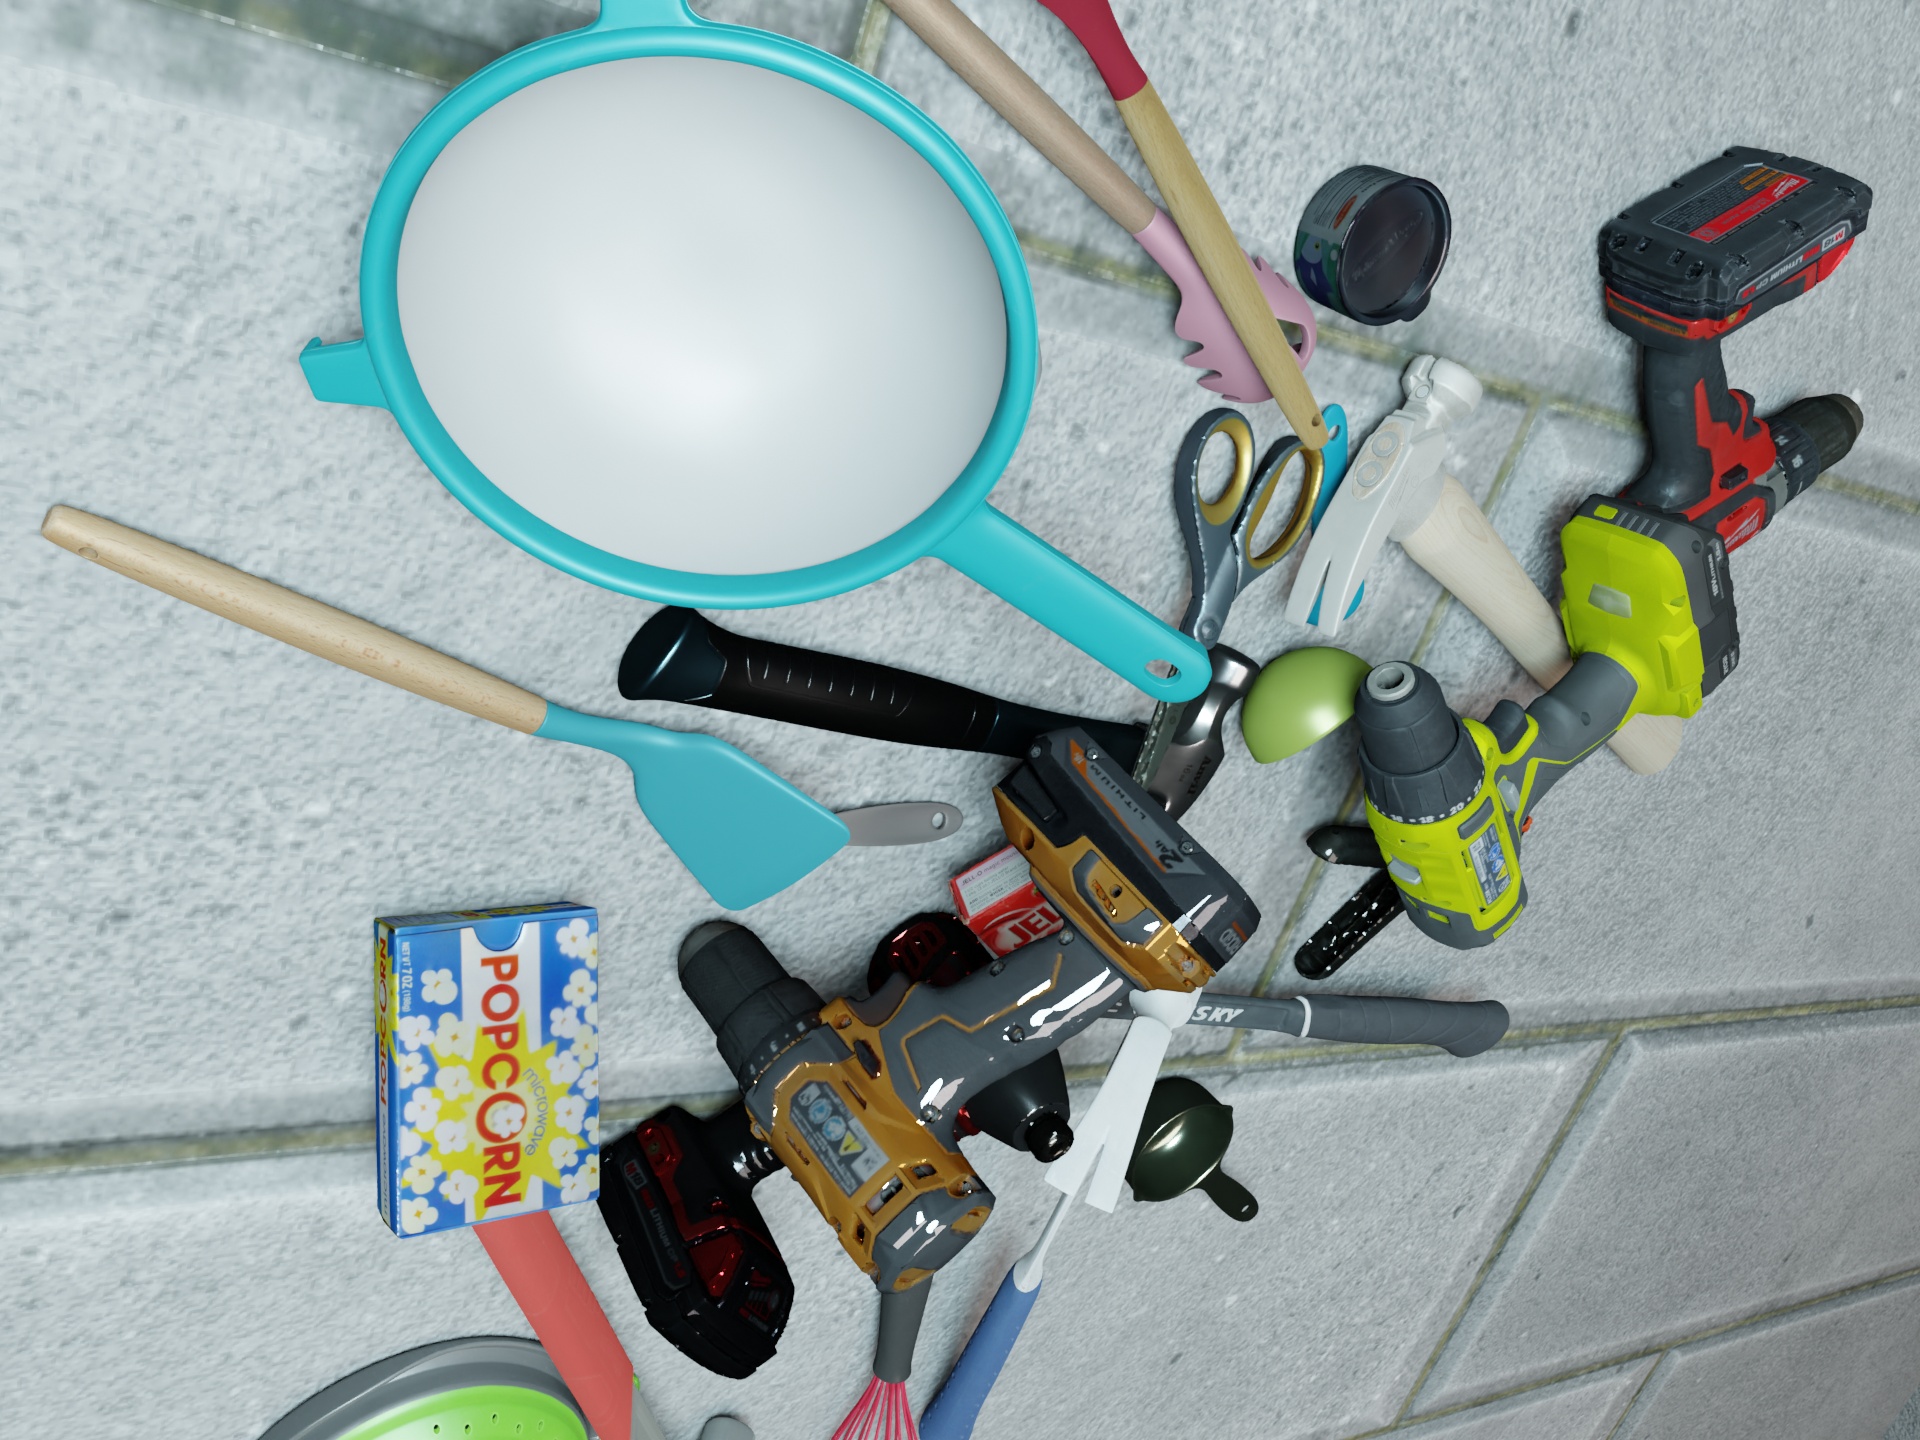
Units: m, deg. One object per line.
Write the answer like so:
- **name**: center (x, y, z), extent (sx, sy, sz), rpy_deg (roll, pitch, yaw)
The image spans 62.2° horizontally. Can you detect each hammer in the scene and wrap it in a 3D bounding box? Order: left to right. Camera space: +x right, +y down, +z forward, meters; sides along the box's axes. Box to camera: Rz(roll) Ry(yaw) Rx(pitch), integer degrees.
- **hammer**: center (-0.182, 0.325, 0.779), extent (0.037, 0.149, 0.358), rpy_deg (-5, 124, 16)
- **hammer**: center (-0.001, -0.002, 0.735), extent (0.330, 0.033, 0.128), rpy_deg (12, 110, -38)
- **hammer**: center (0.038, 0.307, 0.888), extent (0.144, 0.035, 0.405), rpy_deg (-54, 167, -50)
- **hammer**: center (0.191, 0.170, 0.944), extent (0.408, 0.036, 0.149), rpy_deg (10, 122, -35)
- **hammer**: center (0.324, -0.042, 0.910), extent (0.410, 0.038, 0.146), rpy_deg (30, 89, -44)

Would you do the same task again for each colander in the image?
- **colander**: center (-0.329, 0.415, 0.744), extent (0.397, 0.095, 0.204), rpy_deg (1, 117, -34)

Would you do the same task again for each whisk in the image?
- **whisk**: center (-0.044, 0.406, 0.957), extent (0.073, 0.073, 0.295), rpy_deg (-4, 114, -32)

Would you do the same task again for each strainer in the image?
- **strainer**: center (-0.034, -0.115, 0.563), extent (0.340, 0.095, 0.211), rpy_deg (31, 127, -30)

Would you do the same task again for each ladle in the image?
- **ladle**: center (0.076, -0.222, 0.616), extent (0.069, 0.031, 0.315), rpy_deg (-50, 126, -13)
- **ladle**: center (0.272, 0.013, 0.912), extent (0.320, 0.062, 0.078), rpy_deg (13, 146, -42)

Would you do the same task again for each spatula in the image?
- **spatula**: center (-0.183, -0.002, 0.606), extent (0.082, 0.044, 0.317), rpy_deg (-33, 138, 32)

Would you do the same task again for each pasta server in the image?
- **pasta server**: center (0.052, -0.219, 0.638), extent (0.316, 0.040, 0.060), rpy_deg (30, 100, -38)

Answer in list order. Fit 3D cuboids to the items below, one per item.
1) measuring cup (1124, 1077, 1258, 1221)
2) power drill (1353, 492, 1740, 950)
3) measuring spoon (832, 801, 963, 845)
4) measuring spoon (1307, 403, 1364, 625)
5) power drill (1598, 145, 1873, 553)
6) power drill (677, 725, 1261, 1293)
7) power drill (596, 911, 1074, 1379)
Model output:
- **measuring cup**: center (0.149, 0.280, 1.015), extent (0.083, 0.038, 0.167), rpy_deg (-44, 135, -2)
- **power drill**: center (0.298, -0.011, 0.828), extent (0.228, 0.080, 0.190), rpy_deg (-43, 131, -13)
- **measuring spoon**: center (-0.050, 0.049, 0.751), extent (0.124, 0.018, 0.034), rpy_deg (-1, 96, -40)
- **measuring spoon**: center (0.192, -0.100, 0.807), extent (0.042, 0.021, 0.128), rpy_deg (-24, 131, -19)
- **power drill**: center (0.431, -0.191, 0.873), extent (0.188, 0.080, 0.226), rpy_deg (-31, 134, -13)
- **power drill**: center (-0.006, 0.106, 0.699), extent (0.226, 0.185, 0.084), rpy_deg (-44, 153, 0)
- **power drill**: center (-0.054, 0.202, 0.759), extent (0.219, 0.143, 0.078), rpy_deg (-36, 137, -6)
